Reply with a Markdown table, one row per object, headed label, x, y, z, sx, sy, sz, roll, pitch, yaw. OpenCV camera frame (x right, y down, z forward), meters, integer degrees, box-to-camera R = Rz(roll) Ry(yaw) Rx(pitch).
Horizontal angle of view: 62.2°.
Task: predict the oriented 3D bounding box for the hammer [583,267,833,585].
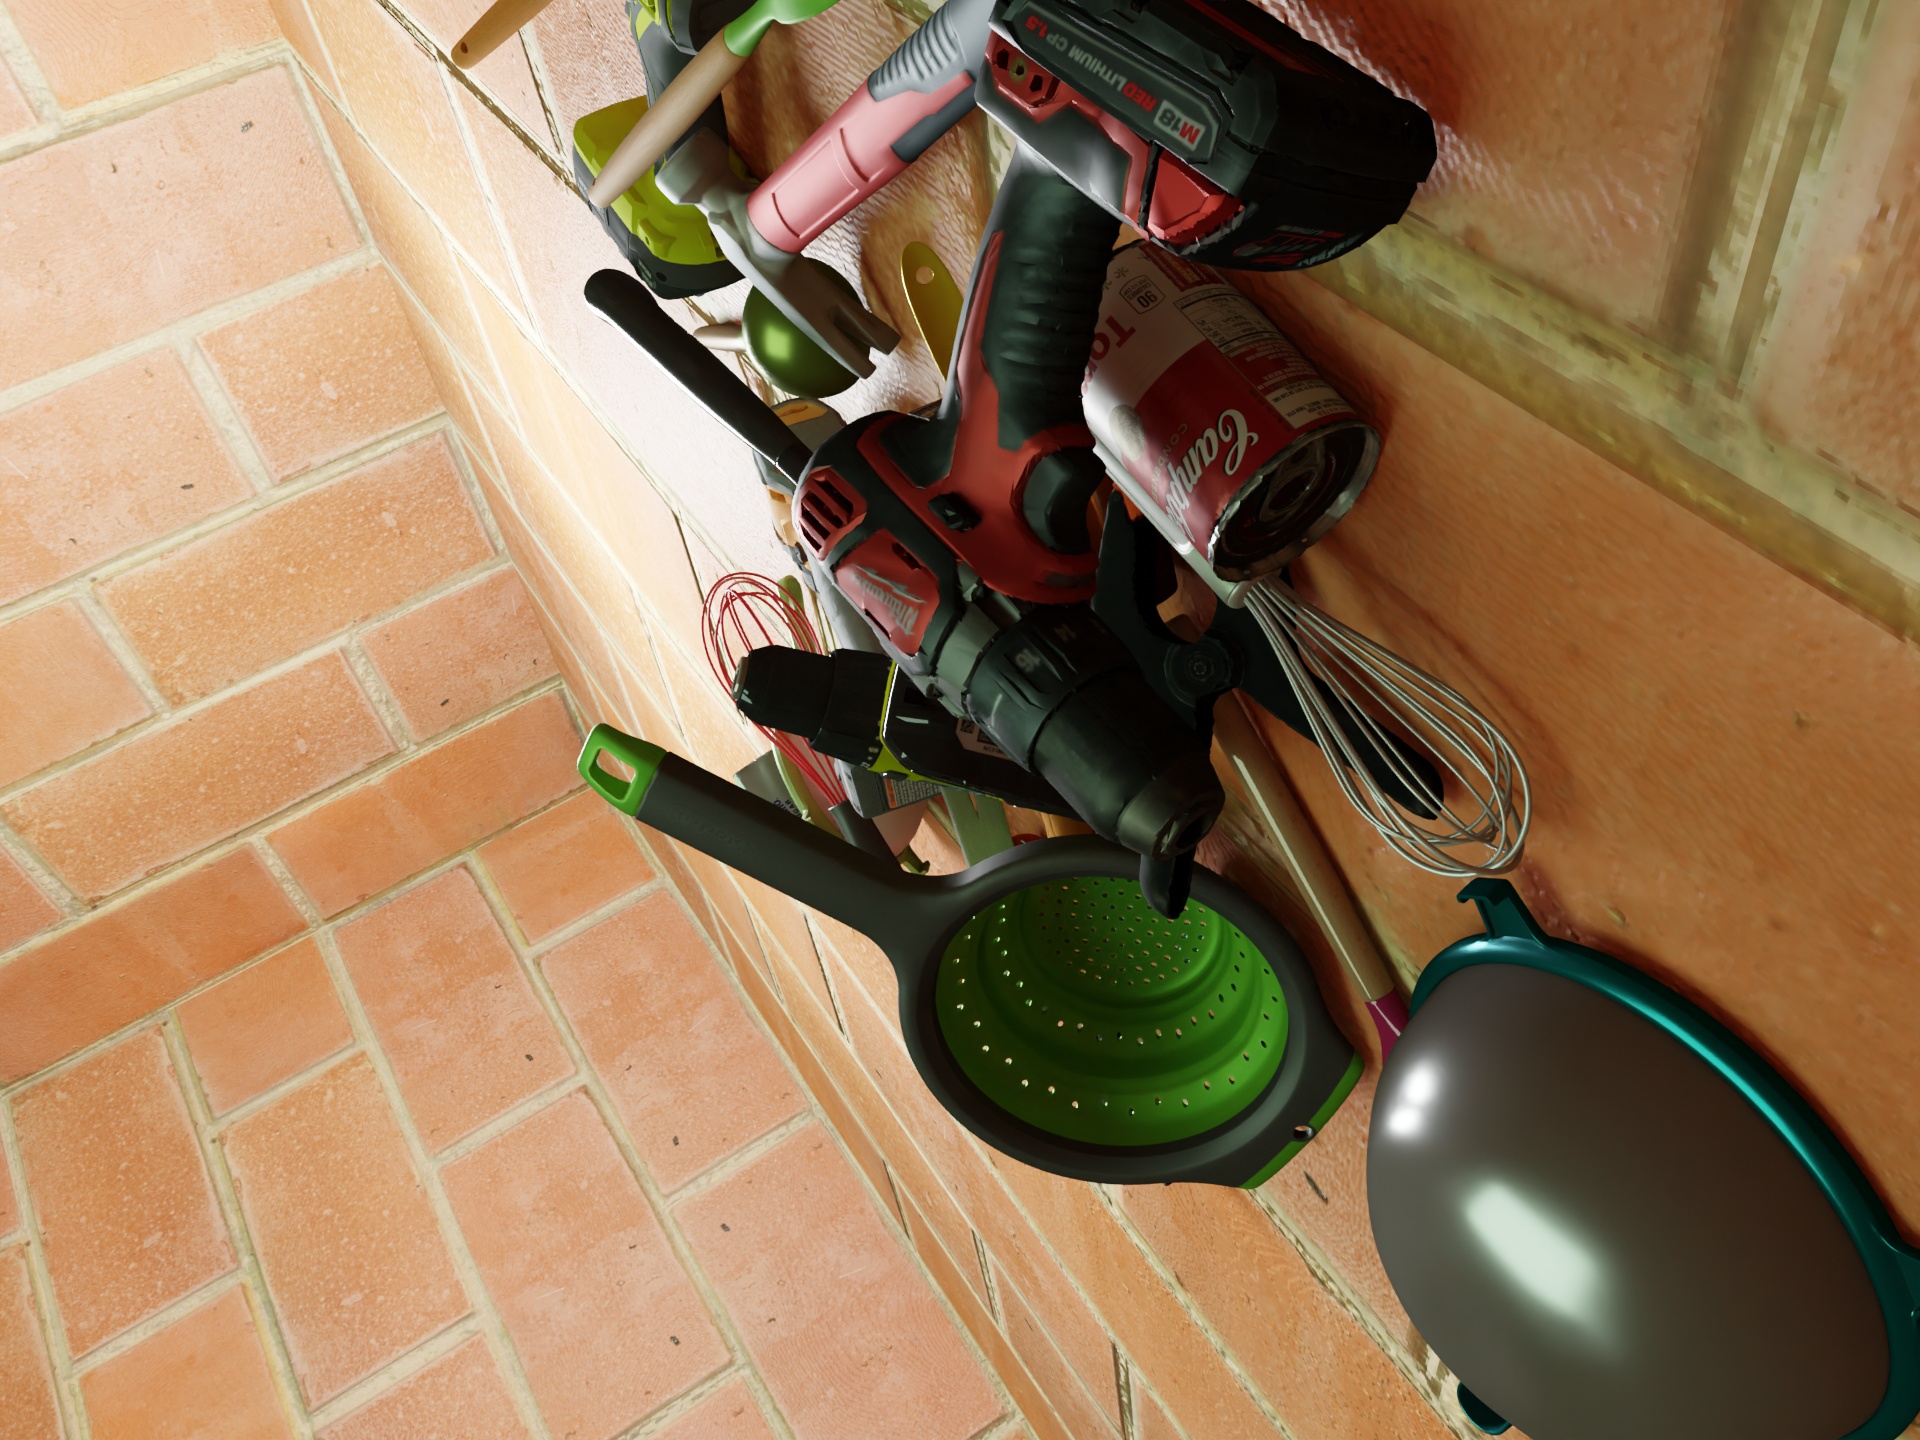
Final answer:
| label | x | y | z | sx | sy | sz | roll | pitch | yaw |
| --- | --- | --- | --- | --- | --- | --- | --- | --- | --- |
| hammer | -0.101 | -0.148 | 0.847 | 0.335 | 0.035 | 0.146 | 44 | -167 | 27 |

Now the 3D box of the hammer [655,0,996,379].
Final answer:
| label | x | y | z | sx | sy | sz | roll | pitch | yaw |
| --- | --- | --- | --- | --- | --- | --- | --- | --- | --- |
| hammer | -0.015 | -0.230 | 0.636 | 0.143 | 0.038 | 0.386 | 42 | 164 | -19 |

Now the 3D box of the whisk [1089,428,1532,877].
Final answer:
| label | x | y | z | sx | sy | sz | roll | pitch | yaw |
| --- | --- | --- | --- | --- | --- | --- | --- | --- | --- |
| whisk | 0.108 | -0.042 | 0.560 | 0.246 | 0.059 | 0.057 | 51 | 135 | 20 |

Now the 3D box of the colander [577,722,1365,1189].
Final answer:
| label | x | y | z | sx | sy | sz | roll | pitch | yaw |
| --- | --- | --- | --- | --- | --- | --- | --- | --- | --- |
| colander | 0.005 | 0.088 | 0.787 | 0.397 | 0.095 | 0.204 | 28 | 121 | -5 |

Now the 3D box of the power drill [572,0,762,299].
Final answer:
| label | x | y | z | sx | sy | sz | roll | pitch | yaw |
| --- | --- | --- | --- | --- | --- | --- | --- | --- | --- |
| power drill | -0.160 | -0.351 | 0.837 | 0.171 | 0.080 | 0.223 | 53 | 158 | 22 |

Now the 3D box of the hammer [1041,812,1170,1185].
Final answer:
| label | x | y | z | sx | sy | sz | roll | pitch | yaw |
| --- | --- | --- | --- | --- | --- | --- | --- | --- | --- |
| hammer | 0.086 | 0.149 | 0.983 | 0.127 | 0.034 | 0.336 | 44 | 156 | 46 |

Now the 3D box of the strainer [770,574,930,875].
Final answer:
| label | x | y | z | sx | sy | sz | roll | pitch | yaw |
| --- | --- | --- | --- | --- | --- | --- | --- | --- | --- |
| strainer | -0.079 | -0.014 | 1.167 | 0.151 | 0.069 | 0.257 | 28 | -143 | -54 |

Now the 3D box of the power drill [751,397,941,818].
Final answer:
| label | x | y | z | sx | sy | sz | roll | pitch | yaw |
| --- | --- | --- | --- | --- | --- | --- | --- | --- | --- |
| power drill | -0.063 | -0.059 | 0.967 | 0.185 | 0.084 | 0.226 | 86 | 165 | -69 |

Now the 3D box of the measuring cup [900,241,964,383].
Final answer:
| label | x | y | z | sx | sy | sz | roll | pitch | yaw |
| --- | --- | --- | --- | --- | --- | --- | --- | --- | --- |
| measuring cup | 0.009 | -0.138 | 0.699 | 0.029 | 0.062 | 0.156 | -109 | -6 | -66 |

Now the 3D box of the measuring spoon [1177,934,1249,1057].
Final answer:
| label | x | y | z | sx | sy | sz | roll | pitch | yaw |
| --- | --- | --- | --- | --- | --- | --- | --- | --- | --- |
| measuring spoon | 0.148 | 0.172 | 0.862 | 0.128 | 0.021 | 0.042 | 65 | 163 | -6 |

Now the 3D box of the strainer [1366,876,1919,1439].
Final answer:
| label | x | y | z | sx | sy | sz | roll | pitch | yaw |
| --- | --- | --- | --- | --- | --- | --- | --- | --- | --- |
| strainer | 0.212 | 0.229 | 0.607 | 0.211 | 0.095 | 0.340 | 46 | 154 | 33 |

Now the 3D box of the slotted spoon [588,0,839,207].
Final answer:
| label | x | y | z | sx | sy | sz | roll | pitch | yaw |
| --- | --- | --- | --- | --- | --- | --- | --- | --- | --- |
| slotted spoon | -0.110 | -0.289 | 0.705 | 0.031 | 0.070 | 0.314 | 25 | 162 | -27 |

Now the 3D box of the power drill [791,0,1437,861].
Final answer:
| label | x | y | z | sx | sy | sz | roll | pitch | yaw |
| --- | --- | --- | --- | --- | --- | --- | --- | --- | --- |
| power drill | 0.044 | -0.088 | 0.473 | 0.188 | 0.080 | 0.226 | 48 | 128 | 30 |

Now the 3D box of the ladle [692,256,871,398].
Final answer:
| label | x | y | z | sx | sy | sz | roll | pitch | yaw |
| --- | --- | --- | --- | --- | --- | --- | --- | --- | --- |
| ladle | -0.124 | -0.241 | 0.982 | 0.078 | 0.062 | 0.320 | 67 | 169 | -20 |

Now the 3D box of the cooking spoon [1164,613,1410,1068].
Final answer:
| label | x | y | z | sx | sy | sz | roll | pitch | yaw |
| --- | --- | --- | --- | --- | --- | --- | --- | --- | --- |
| cooking spoon | 0.169 | 0.095 | 0.687 | 0.319 | 0.017 | 0.069 | 61 | 152 | 1 |

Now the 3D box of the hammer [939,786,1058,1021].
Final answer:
| label | x | y | z | sx | sy | sz | roll | pitch | yaw |
| --- | --- | --- | --- | --- | --- | --- | --- | --- | --- |
| hammer | 0.004 | 0.126 | 1.035 | 0.359 | 0.036 | 0.149 | 115 | 139 | -77 |

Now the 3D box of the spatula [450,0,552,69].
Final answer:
| label | x | y | z | sx | sy | sz | roll | pitch | yaw |
| --- | --- | --- | --- | --- | --- | --- | --- | --- | --- |
| spatula | -0.146 | -0.361 | 0.693 | 0.322 | 0.041 | 0.081 | -14 | 106 | 43 |

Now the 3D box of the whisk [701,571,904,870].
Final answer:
| label | x | y | z | sx | sy | sz | roll | pitch | yaw |
| --- | --- | --- | --- | --- | --- | --- | --- | --- | --- |
| whisk | -0.086 | 0.036 | 1.045 | 0.296 | 0.073 | 0.073 | 62 | 163 | -1 |

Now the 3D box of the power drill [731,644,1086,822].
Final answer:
| label | x | y | z | sx | sy | sz | roll | pitch | yaw |
| --- | --- | --- | --- | --- | --- | --- | --- | --- | --- |
| power drill | -0.001 | -0.002 | 0.738 | 0.228 | 0.190 | 0.080 | 172 | 112 | -75 |
